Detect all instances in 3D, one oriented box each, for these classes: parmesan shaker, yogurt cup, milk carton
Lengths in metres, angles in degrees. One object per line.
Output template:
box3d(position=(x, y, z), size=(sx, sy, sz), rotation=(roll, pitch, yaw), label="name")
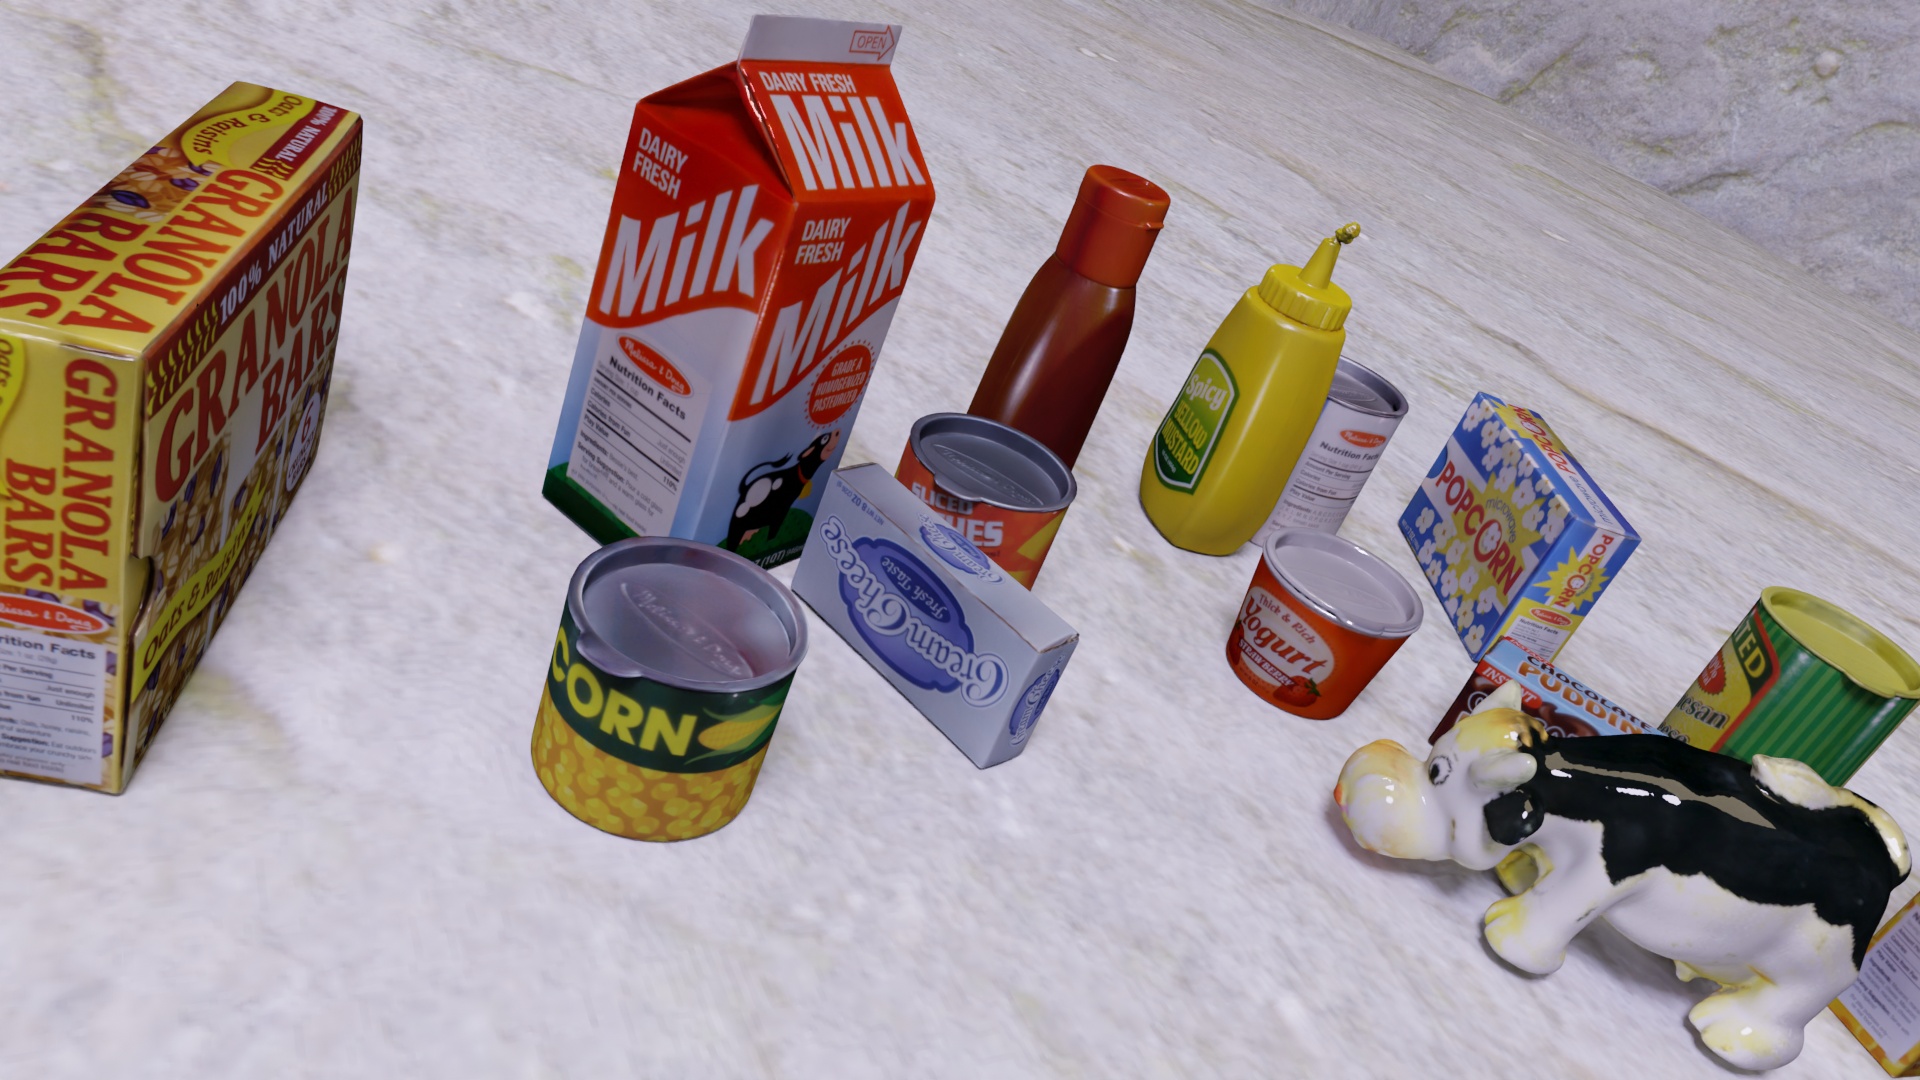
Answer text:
box3d(position=(0.324, 0.080, 0.559), size=(0.071, 0.102, 0.071), rotation=(17, 30, -10), label="parmesan shaker")
box3d(position=(0.143, 0.034, 0.559), size=(0.072, 0.053, 0.073), rotation=(17, 30, -10), label="yogurt cup")
box3d(position=(-0.071, -0.081, 0.464), size=(0.073, 0.189, 0.072), rotation=(36, 32, 22), label="milk carton")

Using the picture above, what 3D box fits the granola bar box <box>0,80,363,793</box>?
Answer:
box3d(position=(-0.205, -0.036, 0.367), size=(0.039, 0.123, 0.166), rotation=(14, 31, -15), label="granola bar box")

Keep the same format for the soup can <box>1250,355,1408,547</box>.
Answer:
box3d(position=(0.165, -0.045, 0.673), size=(0.071, 0.083, 0.072), rotation=(17, 30, -10), label="soup can")

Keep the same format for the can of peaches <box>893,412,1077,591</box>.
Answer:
box3d(position=(0.002, -0.007, 0.526), size=(0.071, 0.057, 0.071), rotation=(17, 30, -10), label="can of peaches")

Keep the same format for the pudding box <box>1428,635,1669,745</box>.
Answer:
box3d(position=(0.237, 0.082, 0.550), size=(0.084, 0.049, 0.030), rotation=(36, 32, 22), label="pudding box")

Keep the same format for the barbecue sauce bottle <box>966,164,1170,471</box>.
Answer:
box3d(position=(0.043, -0.082, 0.586), size=(0.044, 0.147, 0.065), rotation=(40, 34, 28), label="barbecue sauce bottle")

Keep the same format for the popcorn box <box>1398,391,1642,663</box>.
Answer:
box3d(position=(0.266, -0.005, 0.675), size=(0.038, 0.084, 0.127), rotation=(16, 30, -11), label="popcorn box")

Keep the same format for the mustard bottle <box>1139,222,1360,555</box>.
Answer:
box3d(position=(0.132, -0.071, 0.615), size=(0.049, 0.159, 0.065), rotation=(8, 33, -25), label="mustard bottle")

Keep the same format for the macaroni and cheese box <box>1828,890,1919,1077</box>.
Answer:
box3d(position=(0.403, 0.119, 0.485), size=(0.124, 0.165, 0.040), rotation=(7, 33, -25), label="macaroni and cheese box")

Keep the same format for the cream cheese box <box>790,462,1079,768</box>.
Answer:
box3d(position=(-0.011, 0.024, 0.472), size=(0.104, 0.053, 0.024), rotation=(40, 34, 28), label="cream cheese box")

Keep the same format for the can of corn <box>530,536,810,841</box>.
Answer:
box3d(position=(-0.084, 0.042, 0.389), size=(0.071, 0.058, 0.071), rotation=(17, 30, -10), label="can of corn")
